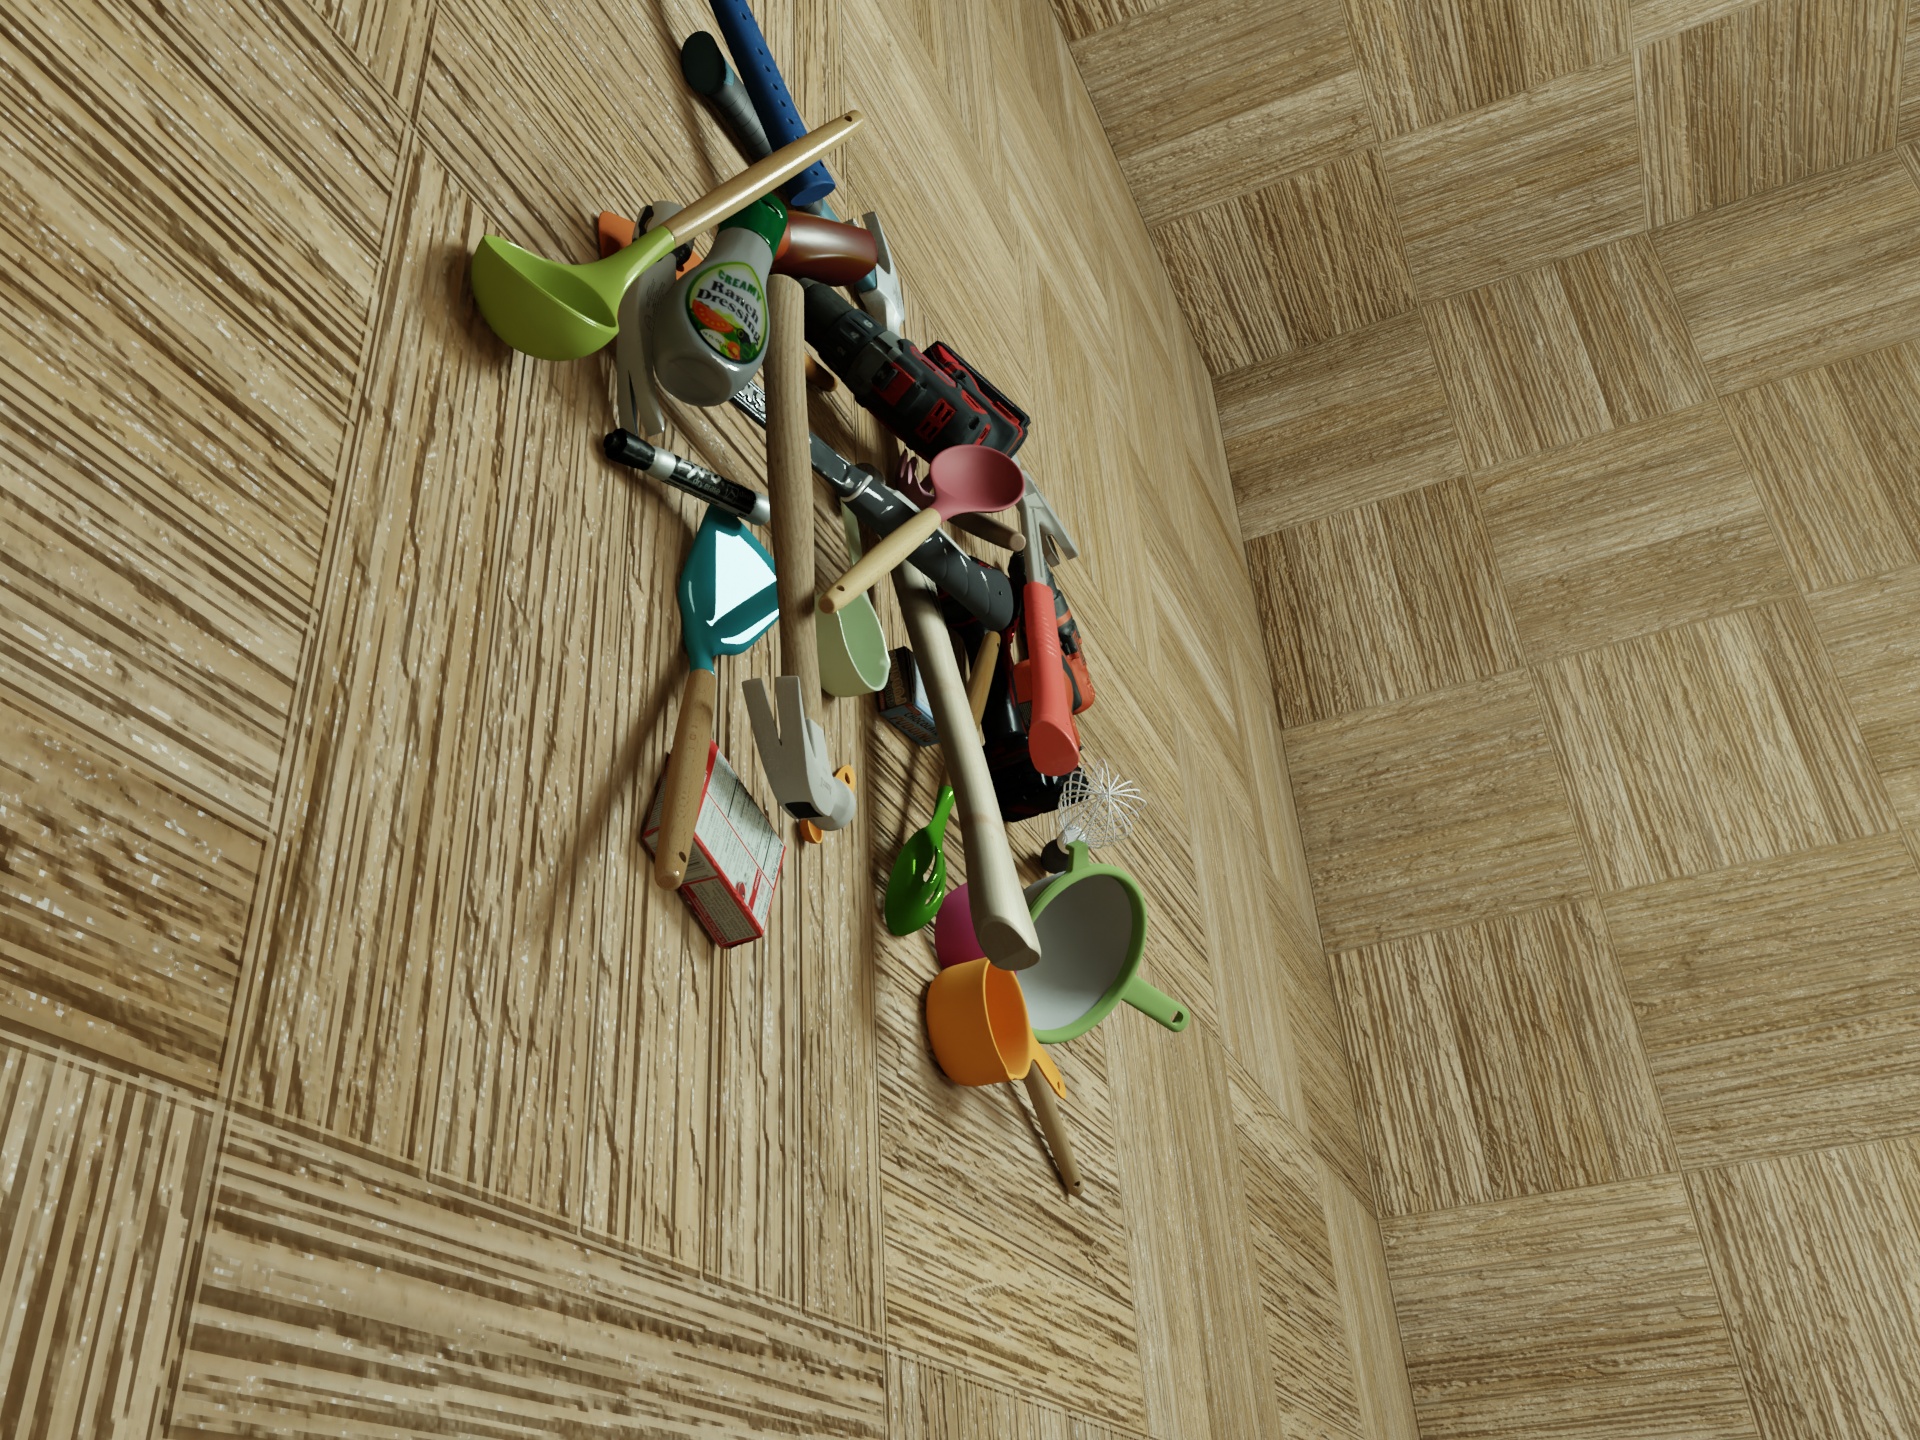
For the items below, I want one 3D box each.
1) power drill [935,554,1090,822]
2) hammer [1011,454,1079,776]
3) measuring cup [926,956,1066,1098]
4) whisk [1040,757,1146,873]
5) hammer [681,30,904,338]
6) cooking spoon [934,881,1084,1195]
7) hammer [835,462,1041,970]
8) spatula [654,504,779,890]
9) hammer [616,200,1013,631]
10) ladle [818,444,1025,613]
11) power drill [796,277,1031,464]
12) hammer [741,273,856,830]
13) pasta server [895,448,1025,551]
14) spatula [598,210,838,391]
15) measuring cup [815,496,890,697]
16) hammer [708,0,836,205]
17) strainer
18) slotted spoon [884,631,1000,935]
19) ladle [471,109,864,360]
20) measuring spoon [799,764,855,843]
[{"bbox_3d":[0.037,-0.029,1.370,0.143,0.078,0.220,20,53,-68],"label":"power drill"},{"bbox_3d":[0.072,-0.084,1.361,0.149,0.036,0.359,53,23,-38],"label":"hammer"},{"bbox_3d":[0.027,0.238,1.149,0.173,0.052,0.095,57,24,-46],"label":"measuring cup"},{"bbox_3d":[0.098,0.095,1.331,0.284,0.070,0.070,109,-29,-73],"label":"whisk"},{"bbox_3d":[-0.125,-0.421,1.279,0.330,0.033,0.128,42,37,-59],"label":"hammer"},{"bbox_3d":[0.048,0.249,1.207,0.017,0.069,0.318,36,-30,56],"label":"cooking spoon"},{"bbox_3d":[-0.002,-0.004,1.146,0.146,0.038,0.411,37,30,-48],"label":"hammer"},{"bbox_3d":[-0.133,-0.015,0.850,0.082,0.044,0.318,52,16,-28],"label":"spatula"},{"bbox_3d":[-0.080,-0.160,1.056,0.408,0.036,0.149,36,52,-48],"label":"hammer"},{"bbox_3d":[-0.026,-0.125,1.033,0.031,0.069,0.315,-67,172,28],"label":"ladle"},{"bbox_3d":[-0.041,-0.269,1.272,0.188,0.080,0.226,42,12,7],"label":"power drill"},{"bbox_3d":[-0.099,-0.108,0.928,0.130,0.031,0.331,57,28,-73],"label":"hammer"},{"bbox_3d":[0.001,-0.167,1.232,0.060,0.040,0.316,32,4,-21],"label":"pasta server"},{"bbox_3d":[-0.151,-0.266,1.093,0.322,0.041,0.081,6,71,-75],"label":"spatula"},{"bbox_3d":[-0.087,-0.091,1.112,0.083,0.038,0.168,46,31,-55],"label":"measuring cup"},{"bbox_3d":[-0.191,-0.561,1.124,0.405,0.035,0.144,66,19,-4],"label":"hammer"},{"bbox_3d":[0.103,0.197,1.296,0.256,0.069,0.151,37,82,-44],"label":"strainer"},{"bbox_3d":[-0.004,0.034,1.186,0.314,0.031,0.070,-73,156,-46],"label":"slotted spoon"},{"bbox_3d":[-0.144,-0.286,0.879,0.078,0.062,0.320,39,52,4],"label":"ladle"},{"bbox_3d":[-0.086,0.053,1.037,0.117,0.011,0.021,-62,133,-70],"label":"measuring spoon"}]
